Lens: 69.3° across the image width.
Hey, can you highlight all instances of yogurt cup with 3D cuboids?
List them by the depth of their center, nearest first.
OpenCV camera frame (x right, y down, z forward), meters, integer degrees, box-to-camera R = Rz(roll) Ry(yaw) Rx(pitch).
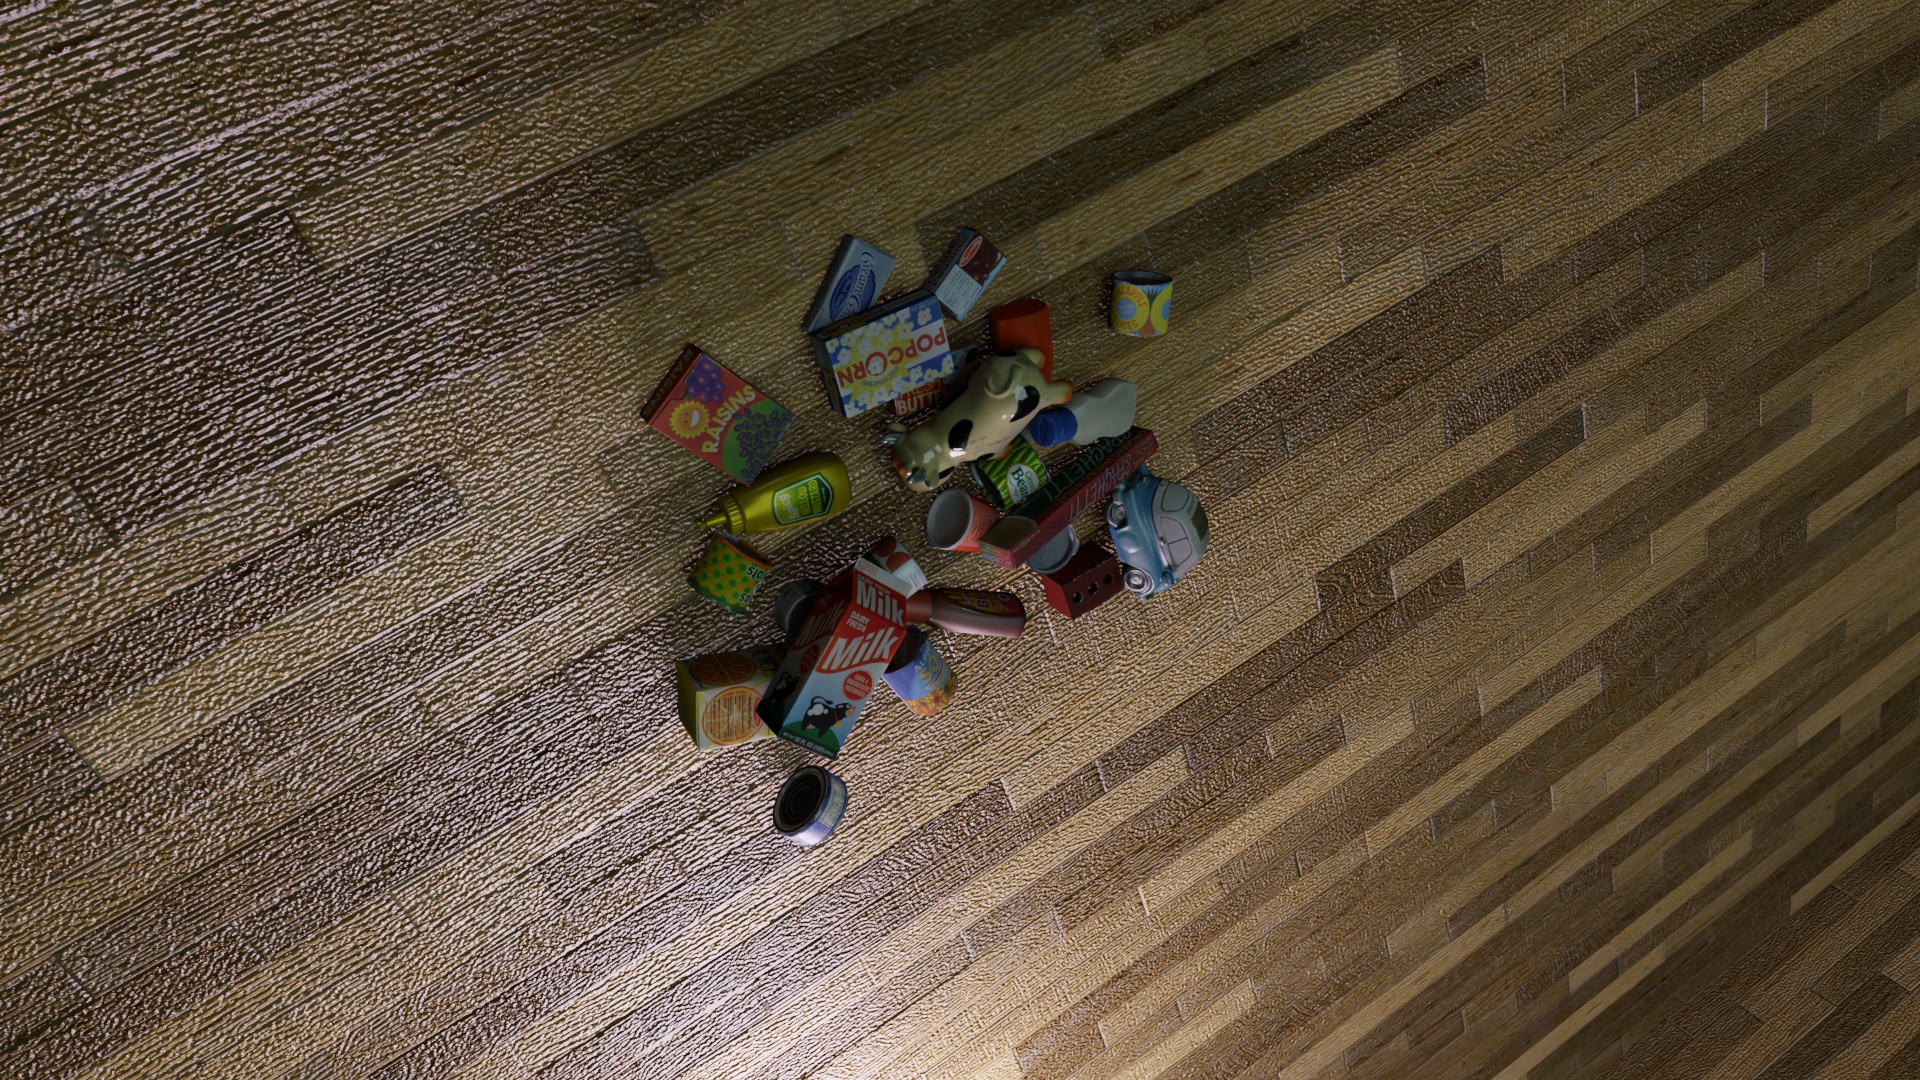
[{"bbox_3d":[0.005,-0.019,1.499,0.054,0.072,0.072,16,103,-43],"label":"yogurt cup"}]

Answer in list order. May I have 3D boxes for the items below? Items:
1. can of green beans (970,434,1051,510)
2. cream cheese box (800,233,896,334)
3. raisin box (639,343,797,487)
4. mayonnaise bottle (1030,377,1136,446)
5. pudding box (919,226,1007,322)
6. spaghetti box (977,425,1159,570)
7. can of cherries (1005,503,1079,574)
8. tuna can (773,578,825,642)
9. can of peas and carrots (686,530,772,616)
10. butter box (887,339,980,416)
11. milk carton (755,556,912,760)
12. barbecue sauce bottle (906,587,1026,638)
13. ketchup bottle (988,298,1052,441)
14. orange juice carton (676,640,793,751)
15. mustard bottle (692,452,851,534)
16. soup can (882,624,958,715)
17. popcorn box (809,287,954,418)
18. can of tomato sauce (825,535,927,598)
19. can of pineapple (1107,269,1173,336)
[{"bbox_3d":[0.052,-0.074,1.498,0.058,0.071,0.071,-35,125,-12],"label":"can of green beans"},{"bbox_3d":[-0.109,-0.241,1.352,0.053,0.024,0.103,21,100,-37],"label":"cream cheese box"},{"bbox_3d":[-0.231,-0.119,1.328,0.123,0.040,0.086,34,93,-36],"label":"raisin box"},{"bbox_3d":[0.134,-0.134,1.504,0.149,0.041,0.064,-21,123,-46],"label":"mayonnaise bottle"},{"bbox_3d":[0.002,-0.268,1.402,0.049,0.030,0.083,35,92,-36],"label":"pudding box"},{"bbox_3d":[0.121,-0.052,1.520,0.251,0.050,0.028,-39,128,-29],"label":"spaghetti box"},{"bbox_3d":[0.089,-0.003,1.557,0.072,0.058,0.071,-12,116,-26],"label":"can of cherries"},{"bbox_3d":[-0.158,0.077,1.464,0.071,0.033,0.070,-12,117,-25],"label":"tuna can"},{"bbox_3d":[-0.227,0.032,1.380,0.071,0.071,0.058,29,95,-36],"label":"can of peas and carrots"},{"bbox_3d":[-0.029,-0.168,1.434,0.104,0.024,0.053,-20,120,-22],"label":"butter box"},{"bbox_3d":[-0.121,0.114,1.392,0.072,0.073,0.190,31,89,-30],"label":"milk carton"},{"bbox_3d":[-0.005,0.077,1.539,0.149,0.065,0.043,7,114,-23],"label":"barbecue sauce bottle"},{"bbox_3d":[0.069,-0.178,1.474,0.065,0.043,0.148,-19,120,-18],"label":"ketchup bottle"},{"bbox_3d":[-0.194,0.156,1.455,0.193,0.072,0.072,-9,116,-27],"label":"orange juice carton"},{"bbox_3d":[-0.188,-0.038,1.383,0.161,0.049,0.065,-21,119,-21],"label":"mustard bottle"},{"bbox_3d":[-0.048,0.143,1.537,0.071,0.071,0.083,-42,127,-7],"label":"soup can"},{"bbox_3d":[-0.074,-0.184,1.359,0.127,0.038,0.084,-26,123,-19],"label":"popcorn box"},{"bbox_3d":[-0.088,0.043,1.471,0.083,0.071,0.071,-38,126,-11],"label":"can of tomato sauce"},{"bbox_3d":[0.192,-0.256,1.496,0.071,0.071,0.057,-9,116,-27],"label":"can of pineapple"}]
